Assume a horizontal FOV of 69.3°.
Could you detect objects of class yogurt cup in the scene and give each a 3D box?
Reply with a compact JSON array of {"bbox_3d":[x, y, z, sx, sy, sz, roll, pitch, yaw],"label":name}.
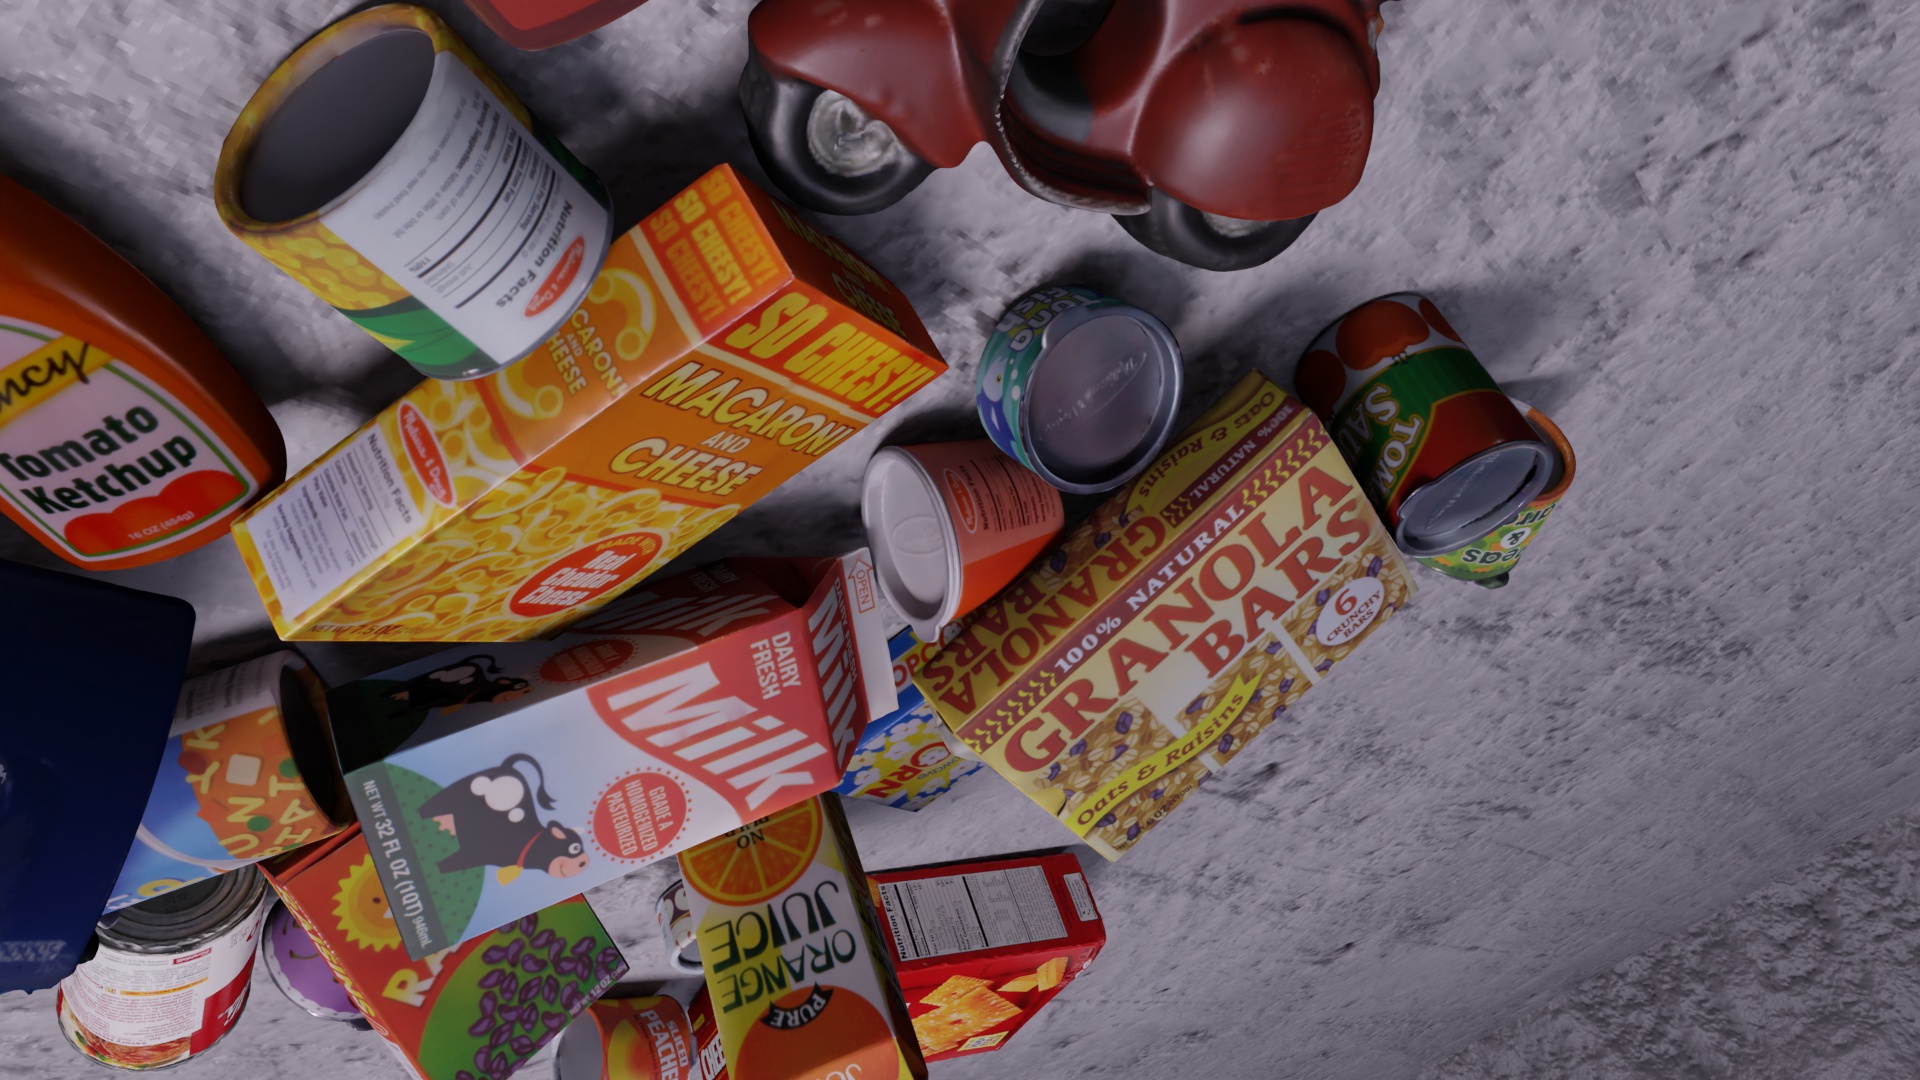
[{"bbox_3d":[0.002,-0.006,0.510,0.054,0.072,0.072,-16,146,-27],"label":"yogurt cup"}]

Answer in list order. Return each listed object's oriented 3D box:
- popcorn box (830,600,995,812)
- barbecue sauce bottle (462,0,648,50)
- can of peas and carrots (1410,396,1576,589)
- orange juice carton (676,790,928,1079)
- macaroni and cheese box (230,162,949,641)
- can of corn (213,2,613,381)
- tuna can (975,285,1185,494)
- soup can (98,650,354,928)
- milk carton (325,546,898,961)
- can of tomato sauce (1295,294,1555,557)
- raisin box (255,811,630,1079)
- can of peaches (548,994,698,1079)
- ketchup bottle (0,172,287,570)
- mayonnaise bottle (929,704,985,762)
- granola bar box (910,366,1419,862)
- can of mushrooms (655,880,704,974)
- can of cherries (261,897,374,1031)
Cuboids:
[{"bbox_3d":[-0.005,0.073,0.637,0.126,0.038,0.085,-37,144,18],"label":"popcorn box"},{"bbox_3d":[-0.102,-0.161,0.247,0.065,0.044,0.148,-28,146,7],"label":"barbecue sauce bottle"},{"bbox_3d":[0.234,-0.023,0.625,0.071,0.071,0.058,-12,144,-18],"label":"can of peas and carrots"},{"bbox_3d":[-0.070,0.193,0.622,0.072,0.193,0.072,-22,146,-2],"label":"orange juice carton"},{"bbox_3d":[-0.098,-0.030,0.400,0.166,0.040,0.124,-33,168,12],"label":"macaroni and cheese box"},{"bbox_3d":[-0.128,-0.081,0.324,0.071,0.071,0.058,-30,145,9],"label":"can of corn"},{"bbox_3d":[0.039,-0.054,0.473,0.071,0.033,0.070,-13,118,-26],"label":"tuna can"},{"bbox_3d":[-0.255,0.083,0.463,0.084,0.071,0.071,-18,146,-10],"label":"soup can"},{"bbox_3d":[-0.111,0.062,0.488,0.191,0.073,0.072,-19,113,-24],"label":"milk carton"},{"bbox_3d":[0.179,-0.045,0.547,0.071,0.083,0.070,-17,146,-12],"label":"can of tomato sauce"},{"bbox_3d":[-0.195,0.144,0.531,0.086,0.040,0.123,-38,117,-33],"label":"raisin box"},{"bbox_3d":[-0.196,0.298,0.803,0.058,0.071,0.071,13,131,-42],"label":"can of peaches"},{"bbox_3d":[-0.223,-0.052,0.322,0.065,0.044,0.148,-23,146,-7],"label":"ketchup bottle"},{"bbox_3d":[0.056,0.073,0.602,0.148,0.041,0.064,17,127,-47],"label":"mayonnaise bottle"},{"bbox_3d":[0.082,0.034,0.518,0.165,0.039,0.124,-42,133,3],"label":"granola bar box"},{"bbox_3d":[-0.125,0.202,0.745,0.071,0.033,0.070,-16,145,-12],"label":"can of mushrooms"},{"bbox_3d":[-0.241,0.157,0.574,0.058,0.072,0.071,-43,143,24],"label":"can of cherries"}]
